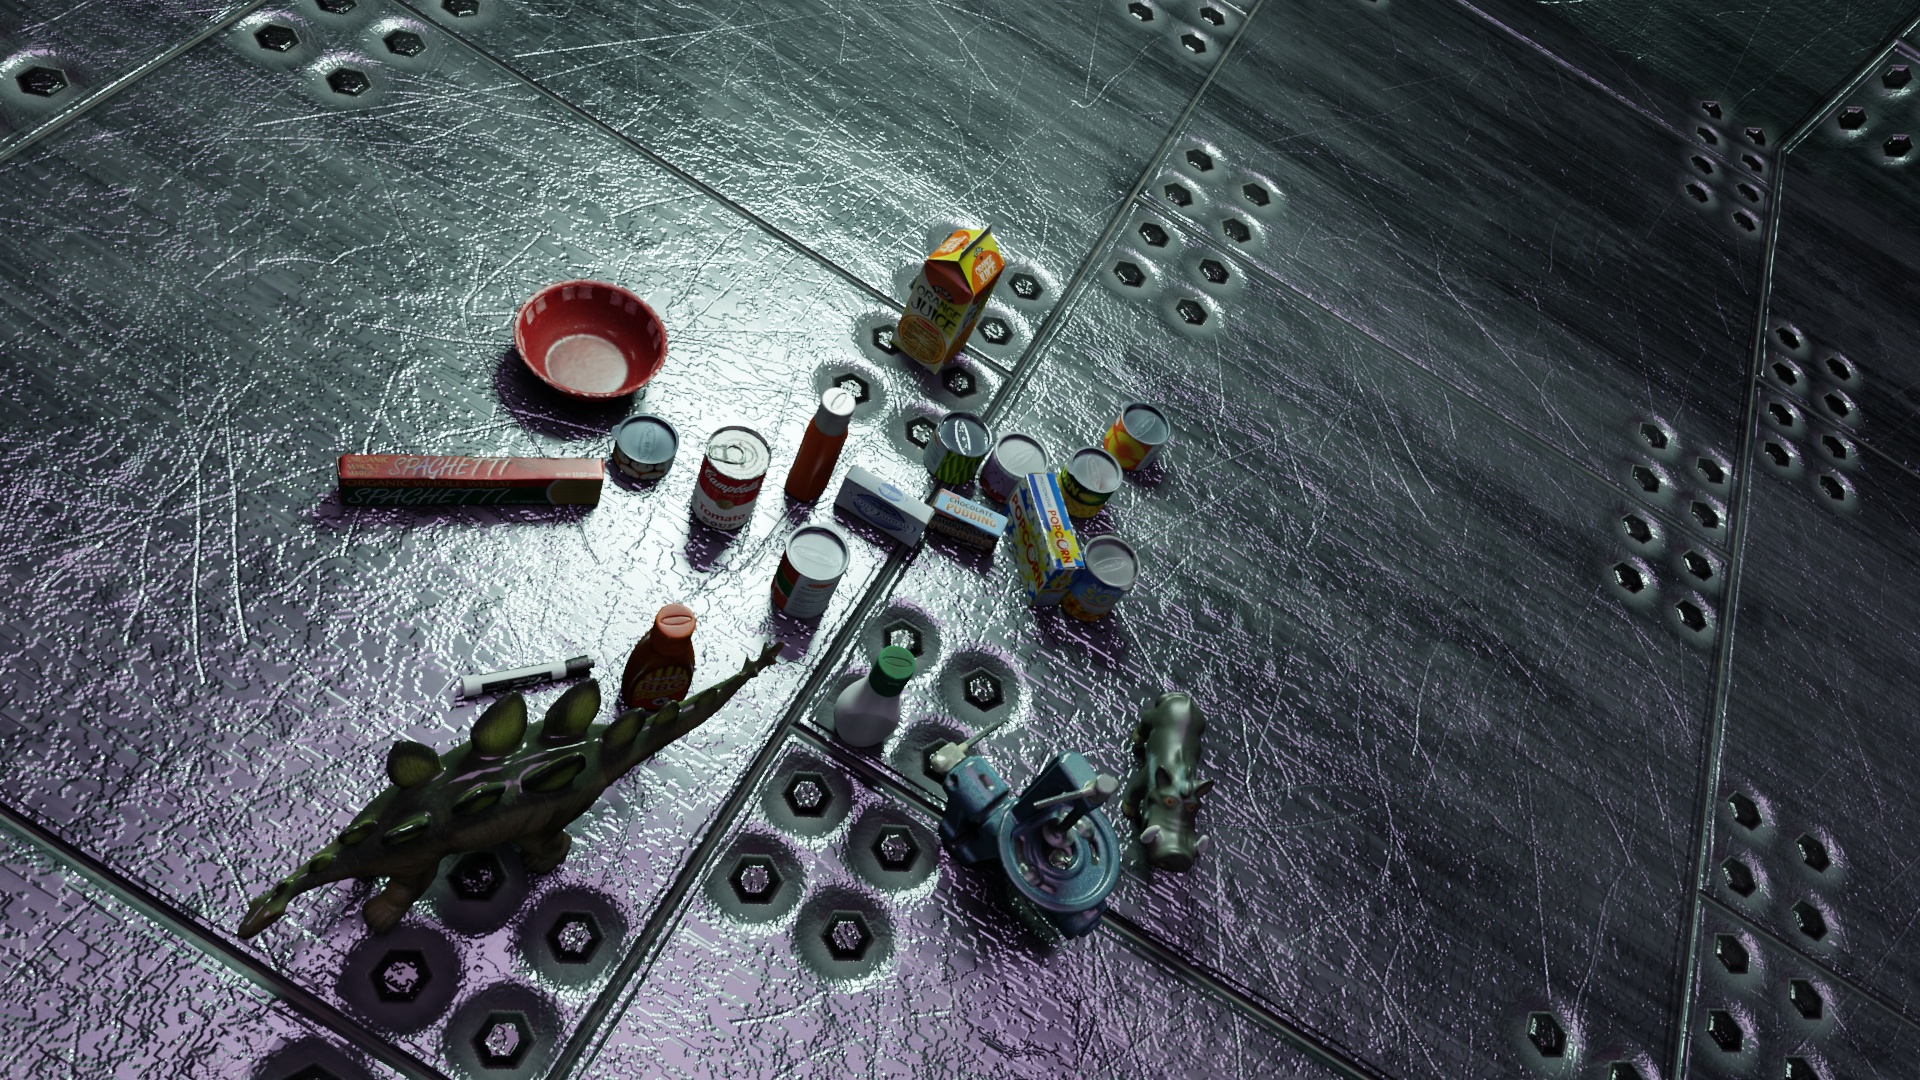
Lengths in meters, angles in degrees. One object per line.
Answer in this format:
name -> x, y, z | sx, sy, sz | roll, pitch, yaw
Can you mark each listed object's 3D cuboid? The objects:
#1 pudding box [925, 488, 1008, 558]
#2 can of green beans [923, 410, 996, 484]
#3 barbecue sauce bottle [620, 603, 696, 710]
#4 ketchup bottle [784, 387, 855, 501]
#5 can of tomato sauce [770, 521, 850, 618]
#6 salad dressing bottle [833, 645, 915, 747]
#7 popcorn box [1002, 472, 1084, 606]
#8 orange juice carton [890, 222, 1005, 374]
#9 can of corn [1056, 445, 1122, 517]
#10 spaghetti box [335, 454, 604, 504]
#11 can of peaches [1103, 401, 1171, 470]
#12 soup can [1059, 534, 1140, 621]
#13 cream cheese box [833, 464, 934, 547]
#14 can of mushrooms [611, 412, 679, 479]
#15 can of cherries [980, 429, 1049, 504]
pudding box -> 0.006, -0.019, 1.547 | 0.084, 0.049, 0.030 | 25, 53, -4
can of green beans -> -0.003, -0.107, 1.597 | 0.071, 0.057, 0.071 | 10, 55, -15
barbecue sauce bottle -> -0.275, 0.108, 1.290 | 0.065, 0.147, 0.044 | -4, 60, -24
ketchup bottle -> -0.146, -0.104, 1.481 | 0.043, 0.148, 0.065 | 32, 53, 1
can of tomato sauce -> -0.156, 0.031, 1.429 | 0.071, 0.082, 0.071 | 10, 55, -15
salad dressing bottle -> -0.080, 0.150, 1.339 | 0.064, 0.147, 0.044 | 13, 55, -13
popcorn box -> 0.091, -0.001, 1.547 | 0.038, 0.084, 0.127 | -2, 59, -23
orange juice carton -> -0.011, -0.291, 1.631 | 0.073, 0.191, 0.072 | 37, 53, 5
can of corn -> 0.146, -0.068, 1.630 | 0.071, 0.058, 0.071 | 10, 55, -15
spaghetti box -> -0.484, -0.060, 1.380 | 0.250, 0.050, 0.029 | -1, 59, -22
can of peaches -> 0.214, -0.129, 1.697 | 0.071, 0.057, 0.071 | 10, 55, -15
soup can -> 0.153, 0.046, 1.541 | 0.071, 0.083, 0.072 | 10, 55, -15
cream cheese box -> -0.084, -0.038, 1.522 | 0.104, 0.053, 0.024 | 30, 53, -1
can of mushrooms -> -0.337, -0.100, 1.476 | 0.071, 0.033, 0.071 | 10, 55, -15
can of cherries -> 0.061, -0.085, 1.607 | 0.071, 0.058, 0.072 | 10, 55, -15
